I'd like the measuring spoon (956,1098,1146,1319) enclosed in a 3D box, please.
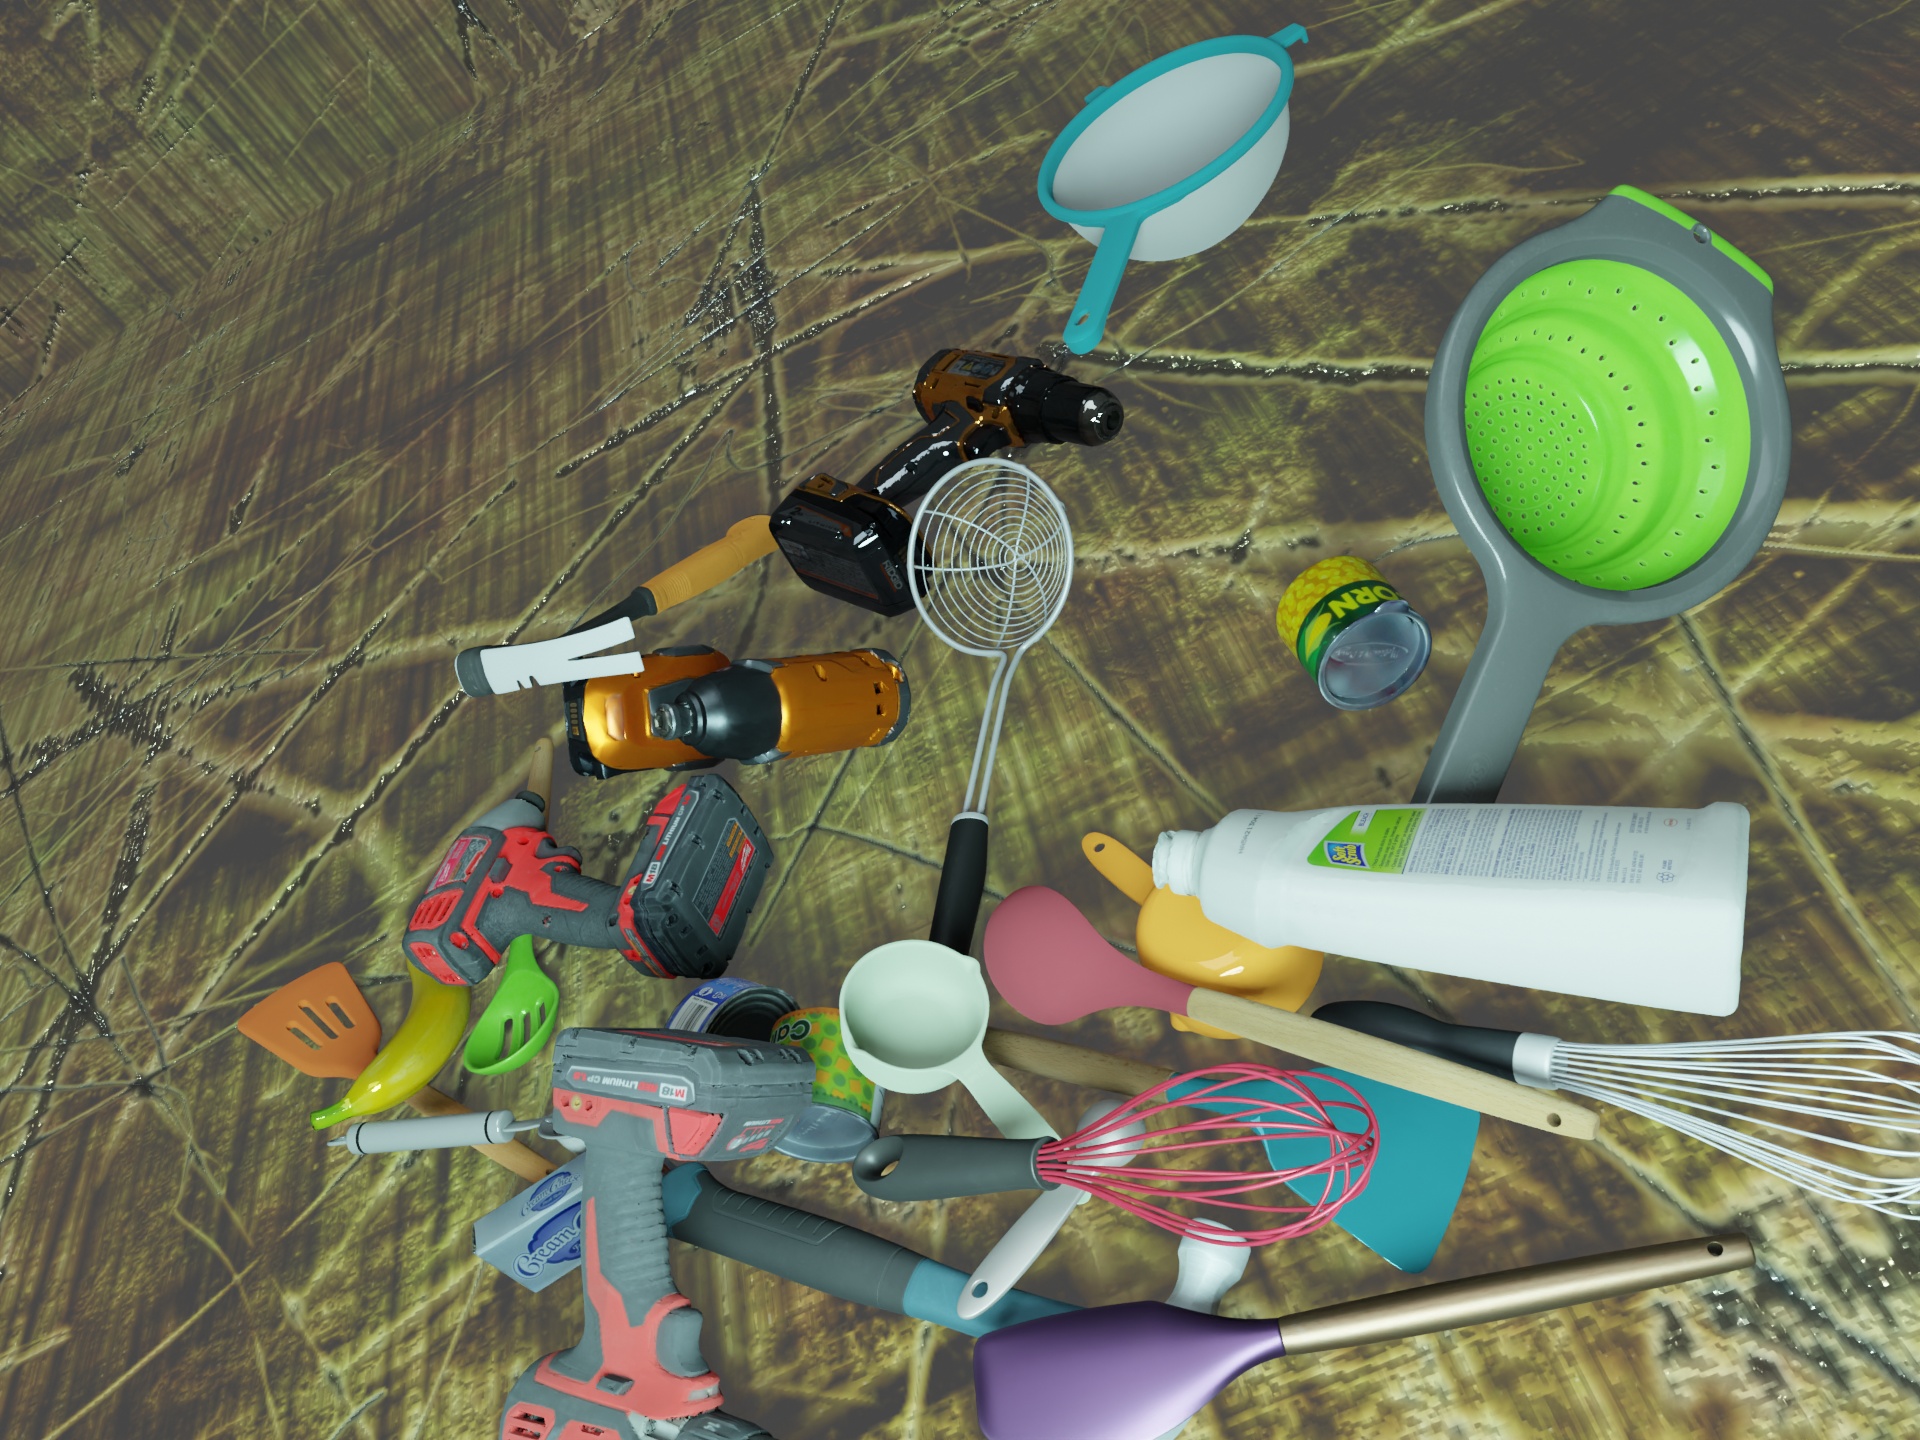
[{"bbox_3d":[0.038,0.221,0.728,0.124,0.018,0.034,-46,39,-18],"label":"measuring spoon"}]

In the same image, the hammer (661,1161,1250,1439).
[{"bbox_3d":[-0.030,0.269,0.768,0.331,0.033,0.128,4,53,37],"label":"hammer"}]

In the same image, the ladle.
[{"bbox_3d":[0.130,0.137,0.727,0.315,0.031,0.069,12,100,37],"label":"ladle"}]

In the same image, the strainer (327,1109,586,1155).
[{"bbox_3d":[-0.259,0.237,0.925,0.258,0.050,0.087,-9,7,18],"label":"strainer"}]

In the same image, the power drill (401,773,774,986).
[{"bbox_3d":[-0.240,0.099,1.017,0.220,0.078,0.143,-5,44,25],"label":"power drill"}]

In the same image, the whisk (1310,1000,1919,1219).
[{"bbox_3d":[0.272,0.147,0.660,0.285,0.070,0.070,2,53,41],"label":"whisk"}]

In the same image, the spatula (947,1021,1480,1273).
[{"bbox_3d":[0.088,0.182,0.778,0.318,0.044,0.082,4,54,43],"label":"spatula"}]

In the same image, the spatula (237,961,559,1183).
[{"bbox_3d":[-0.348,0.232,1.013,0.323,0.041,0.081,14,36,40],"label":"spatula"}]

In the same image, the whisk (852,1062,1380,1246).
[{"bbox_3d":[0.053,0.191,0.691,0.296,0.073,0.073,-18,42,43],"label":"whisk"}]

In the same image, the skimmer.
[{"bbox_3d":[-0.002,-0.003,0.959,0.127,0.090,0.364,-17,44,33],"label":"skimmer"}]

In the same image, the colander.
[{"bbox_3d":[0.286,-0.076,0.828,0.397,0.204,0.094,-65,11,-8],"label":"colander"}]

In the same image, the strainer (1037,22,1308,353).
[{"bbox_3d":[0.153,-0.376,1.206,0.211,0.095,0.341,-3,52,36],"label":"strainer"}]

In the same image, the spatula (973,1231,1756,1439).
[{"bbox_3d":[0.156,0.247,0.643,0.316,0.018,0.060,-16,51,11],"label":"spatula"}]

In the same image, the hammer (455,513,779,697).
[{"bbox_3d":[-0.200,-0.091,1.102,0.127,0.034,0.337,-8,18,23],"label":"hammer"}]

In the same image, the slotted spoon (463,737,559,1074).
[{"bbox_3d":[-0.298,0.119,1.098,0.070,0.031,0.314,-25,40,12],"label":"slotted spoon"}]

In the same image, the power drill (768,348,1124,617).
[{"bbox_3d":[-0.005,-0.178,1.141,0.185,0.084,0.226,22,62,43],"label":"power drill"}]

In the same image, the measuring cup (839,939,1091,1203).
[{"bbox_3d":[0.005,0.183,0.796,0.083,0.038,0.168,-31,61,-27],"label":"measuring cup"}]

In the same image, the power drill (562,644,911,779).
[{"bbox_3d":[-0.163,-0.006,1.005,0.226,0.164,0.084,-1,95,48],"label":"power drill"}]

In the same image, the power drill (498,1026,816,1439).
[{"bbox_3d":[-0.126,0.267,0.753,0.188,0.080,0.227,1,81,31],"label":"power drill"}]

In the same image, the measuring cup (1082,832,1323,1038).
[{"bbox_3d":[0.109,0.090,0.824,0.095,0.052,0.174,-43,43,-8],"label":"measuring cup"}]
